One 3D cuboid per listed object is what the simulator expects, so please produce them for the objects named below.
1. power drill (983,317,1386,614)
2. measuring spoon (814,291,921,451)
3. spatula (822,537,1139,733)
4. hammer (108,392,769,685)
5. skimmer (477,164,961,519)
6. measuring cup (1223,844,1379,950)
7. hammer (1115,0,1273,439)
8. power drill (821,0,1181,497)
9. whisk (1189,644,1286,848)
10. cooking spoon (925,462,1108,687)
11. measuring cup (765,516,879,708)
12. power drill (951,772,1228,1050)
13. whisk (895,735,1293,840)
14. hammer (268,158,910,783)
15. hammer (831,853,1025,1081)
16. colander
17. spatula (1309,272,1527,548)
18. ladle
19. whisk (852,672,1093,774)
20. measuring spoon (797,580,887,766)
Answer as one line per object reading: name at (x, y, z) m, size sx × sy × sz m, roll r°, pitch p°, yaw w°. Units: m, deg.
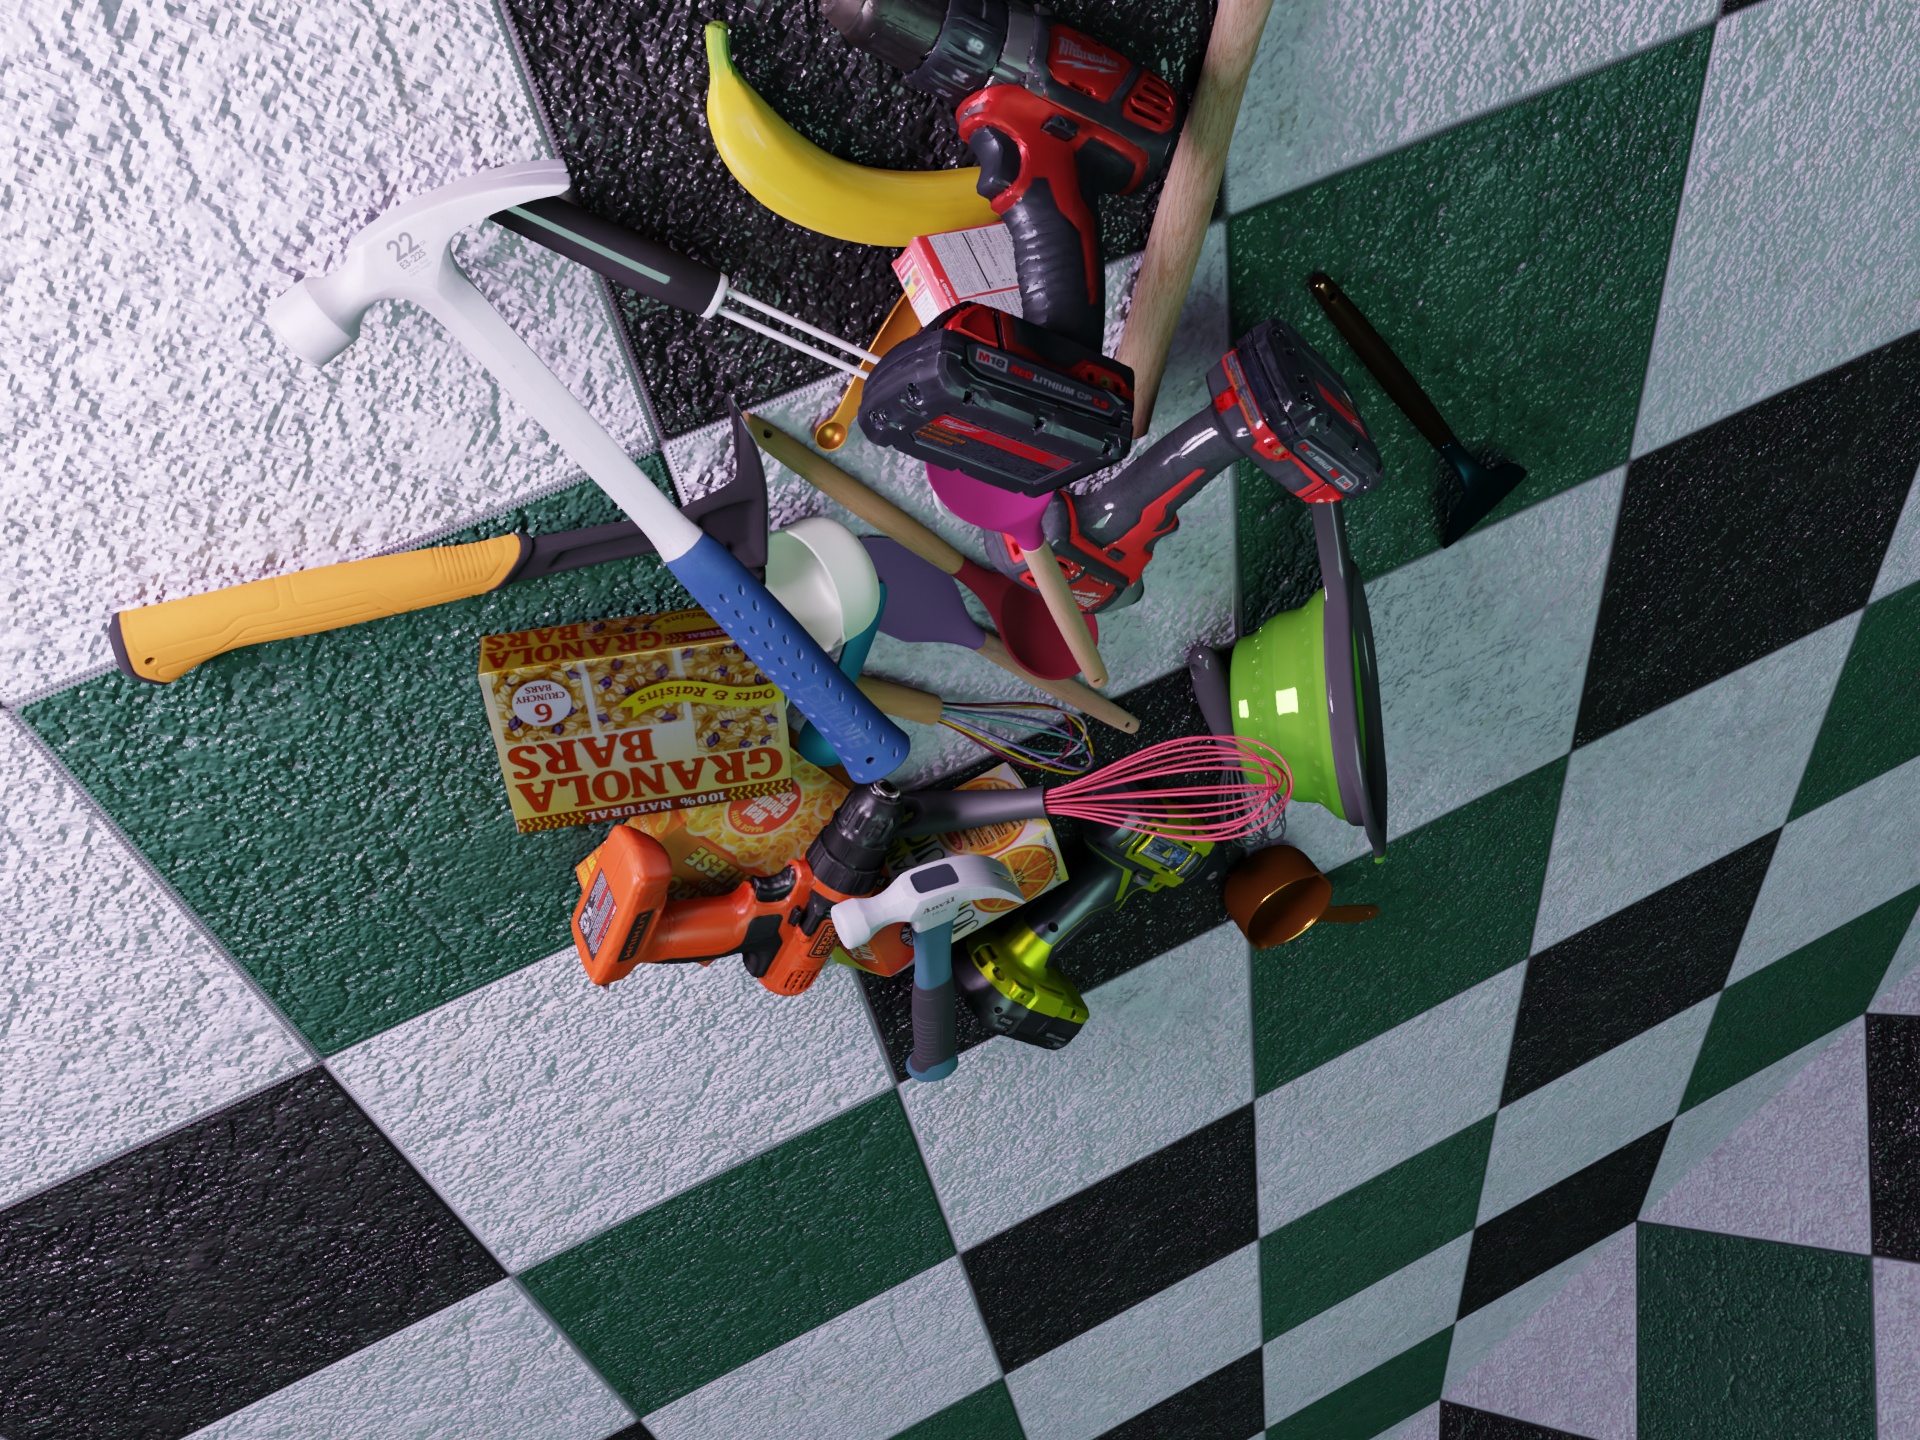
power drill at (0.136, -0.137, 0.972) m, size 0.219 × 0.079 × 0.143 m, roll -30°, pitch 151°, yaw 26°
measuring spoon at (-0.047, -0.200, 0.883) m, size 0.021 × 0.011 × 0.117 m, roll 20°, pitch 113°, yaw -40°
spatula at (0.029, -0.047, 1.070) m, size 0.315 × 0.018 × 0.060 m, roll 27°, pitch 102°, yaw -45°
hammer at (-0.263, -0.083, 0.832) m, size 0.337 × 0.034 × 0.127 m, roll -15°, pitch 143°, yaw -18°
skimmer at (-0.079, -0.204, 0.832) m, size 0.363 × 0.090 × 0.127 m, roll 19°, pitch 111°, yaw -29°
measuring cup at (0.306, 0.154, 1.417) m, size 0.173 × 0.052 × 0.095 m, roll 7°, pitch 125°, yaw -39°
hammer at (0.128, -0.303, 0.876) m, size 0.130 × 0.031 × 0.331 m, roll -8°, pitch 133°, yaw -27°
power drill at (0.010, -0.238, 0.746) m, size 0.187 × 0.227 × 0.080 m, roll 15°, pitch 164°, yaw -28°
whisk at (0.212, 0.024, 1.238) m, size 0.055 × 0.055 × 0.238 m, roll -30°, pitch 134°, yaw -4°
cooking spoon at (0.047, -0.092, 0.924) m, size 0.069 × 0.017 × 0.318 m, roll -24°, pitch 150°, yaw 6°
measuring cup at (-0.089, -0.057, 0.961) m, size 0.038 × 0.083 × 0.167 m, roll -30°, pitch 160°, yaw -30°
power drill at (0.108, 0.155, 1.274) m, size 0.223 × 0.080 × 0.171 m, roll -49°, pitch 137°, yaw 13°
whisk at (0.077, 0.054, 1.087) m, size 0.296 × 0.073 × 0.073 m, roll -6°, pitch 141°, yaw 16°
hammer at (-0.143, -0.100, 0.812) m, size 0.144 × 0.035 × 0.405 m, roll -34°, pitch 130°, yaw 9°
hammer at (-0.021, 0.190, 1.148) m, size 0.128 × 0.033 × 0.330 m, roll -22°, pitch 150°, yaw -14°
colander at (0.229, -0.076, 1.112) m, size 0.094 × 0.205 × 0.396 m, roll -5°, pitch 124°, yaw 19°
spatula at (0.312, -0.211, 1.091) m, size 0.082 × 0.044 × 0.317 m, roll -44°, pitch 133°, yaw 13°
ladle at (-0.020, -0.106, 0.973) m, size 0.315 × 0.031 × 0.069 m, roll 30°, pitch 75°, yaw -43°
whisk at (-0.002, -0.005, 1.080) m, size 0.244 × 0.051 × 0.047 m, roll 15°, pitch 83°, yaw -36°
measuring spoon at (-0.066, -0.025, 0.990) m, size 0.042 × 0.021 × 0.128 m, roll 1°, pitch 118°, yaw -43°
